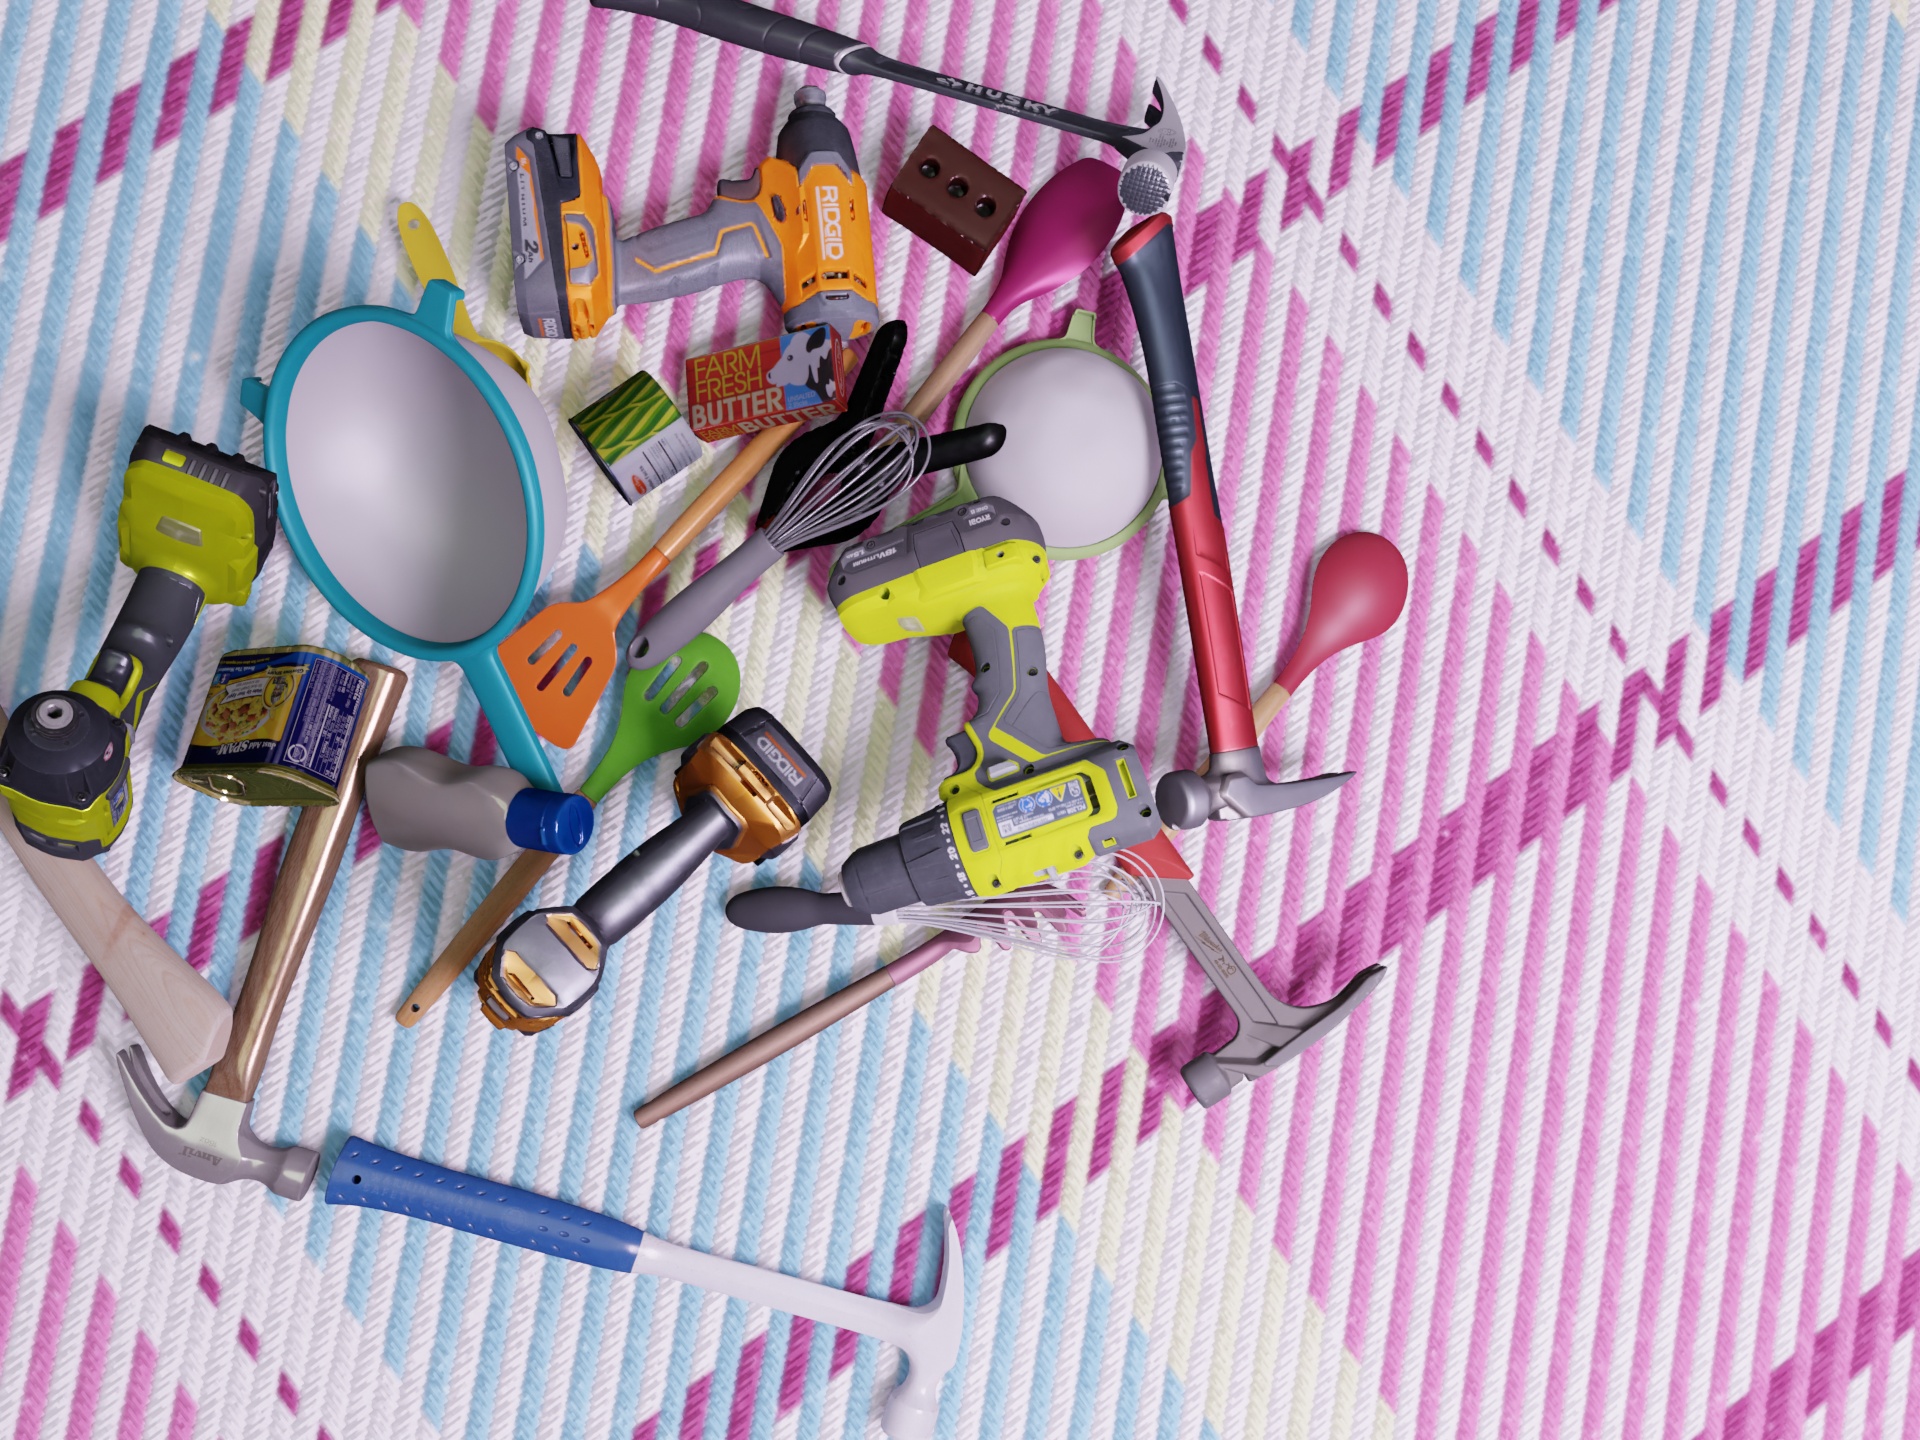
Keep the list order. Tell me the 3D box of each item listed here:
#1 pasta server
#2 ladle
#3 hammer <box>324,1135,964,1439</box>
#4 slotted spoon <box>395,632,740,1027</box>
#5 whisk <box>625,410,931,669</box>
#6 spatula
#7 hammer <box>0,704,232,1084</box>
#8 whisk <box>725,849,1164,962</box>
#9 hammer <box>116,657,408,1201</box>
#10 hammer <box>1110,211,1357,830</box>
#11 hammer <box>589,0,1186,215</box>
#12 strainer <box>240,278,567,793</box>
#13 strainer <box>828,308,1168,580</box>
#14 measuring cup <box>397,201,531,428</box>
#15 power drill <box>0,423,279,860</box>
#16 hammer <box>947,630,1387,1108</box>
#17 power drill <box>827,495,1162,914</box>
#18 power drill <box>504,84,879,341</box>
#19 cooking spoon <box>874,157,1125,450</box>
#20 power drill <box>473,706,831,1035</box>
[{"bbox_3d":[-0.065,0.185,1.024,0.316,0.060,0.040,-29,72,-4],"label":"pasta server"},{"bbox_3d":[0.199,-0.002,1.072,0.069,0.031,0.315,40,85,-6],"label":"ladle"},{"bbox_3d":[-0.191,0.332,1.003,0.405,0.035,0.144,18,86,-6],"label":"hammer"},{"bbox_3d":[-0.252,0.070,1.014,0.070,0.031,0.314,40,85,-8],"label":"slotted spoon"},{"bbox_3d":[-0.116,-0.107,0.986,0.239,0.055,0.055,-39,92,9],"label":"whisk"},{"bbox_3d":[-0.178,-0.124,1.035,0.081,0.041,0.322,42,79,-1],"label":"spatula"},{"bbox_3d":[-0.576,0.045,0.953,0.146,0.038,0.411,-35,86,-6],"label":"hammer"},{"bbox_3d":[-0.015,0.115,0.990,0.284,0.070,0.070,-2,87,16],"label":"whisk"},{"bbox_3d":[-0.418,0.121,0.989,0.130,0.031,0.331,18,85,-6],"label":"hammer"},{"bbox_3d":[0.163,-0.131,1.020,0.143,0.038,0.386,-9,89,-29],"label":"hammer"},{"bbox_3d":[-0.048,-0.428,1.035,0.409,0.036,0.149,18,43,1],"label":"hammer"},{"bbox_3d":[-0.288,-0.091,0.976,0.211,0.095,0.340,-14,104,32],"label":"strainer"},{"bbox_3d":[0.027,-0.157,1.036,0.256,0.069,0.151,-31,91,-9],"label":"strainer"},{"bbox_3d":[-0.324,-0.258,1.022,0.062,0.029,0.156,-24,88,-7],"label":"measuring cup"},{"bbox_3d":[-0.466,-0.046,0.897,0.080,0.171,0.223,21,62,-17],"label":"power drill"},{"bbox_3d":[0.117,0.065,1.036,0.149,0.036,0.359,-35,87,-2],"label":"hammer"},{"bbox_3d":[-0.002,-0.003,0.961,0.190,0.080,0.229,-19,70,6],"label":"power drill"},{"bbox_3d":[-0.170,-0.325,1.018,0.226,0.084,0.164,-4,86,-11],"label":"power drill"},{"bbox_3d":[0.004,-0.247,1.057,0.069,0.017,0.319,36,86,23],"label":"cooking spoon"},{"bbox_3d":[-0.198,0.103,0.965,0.084,0.185,0.226,48,64,-3],"label":"power drill"}]
